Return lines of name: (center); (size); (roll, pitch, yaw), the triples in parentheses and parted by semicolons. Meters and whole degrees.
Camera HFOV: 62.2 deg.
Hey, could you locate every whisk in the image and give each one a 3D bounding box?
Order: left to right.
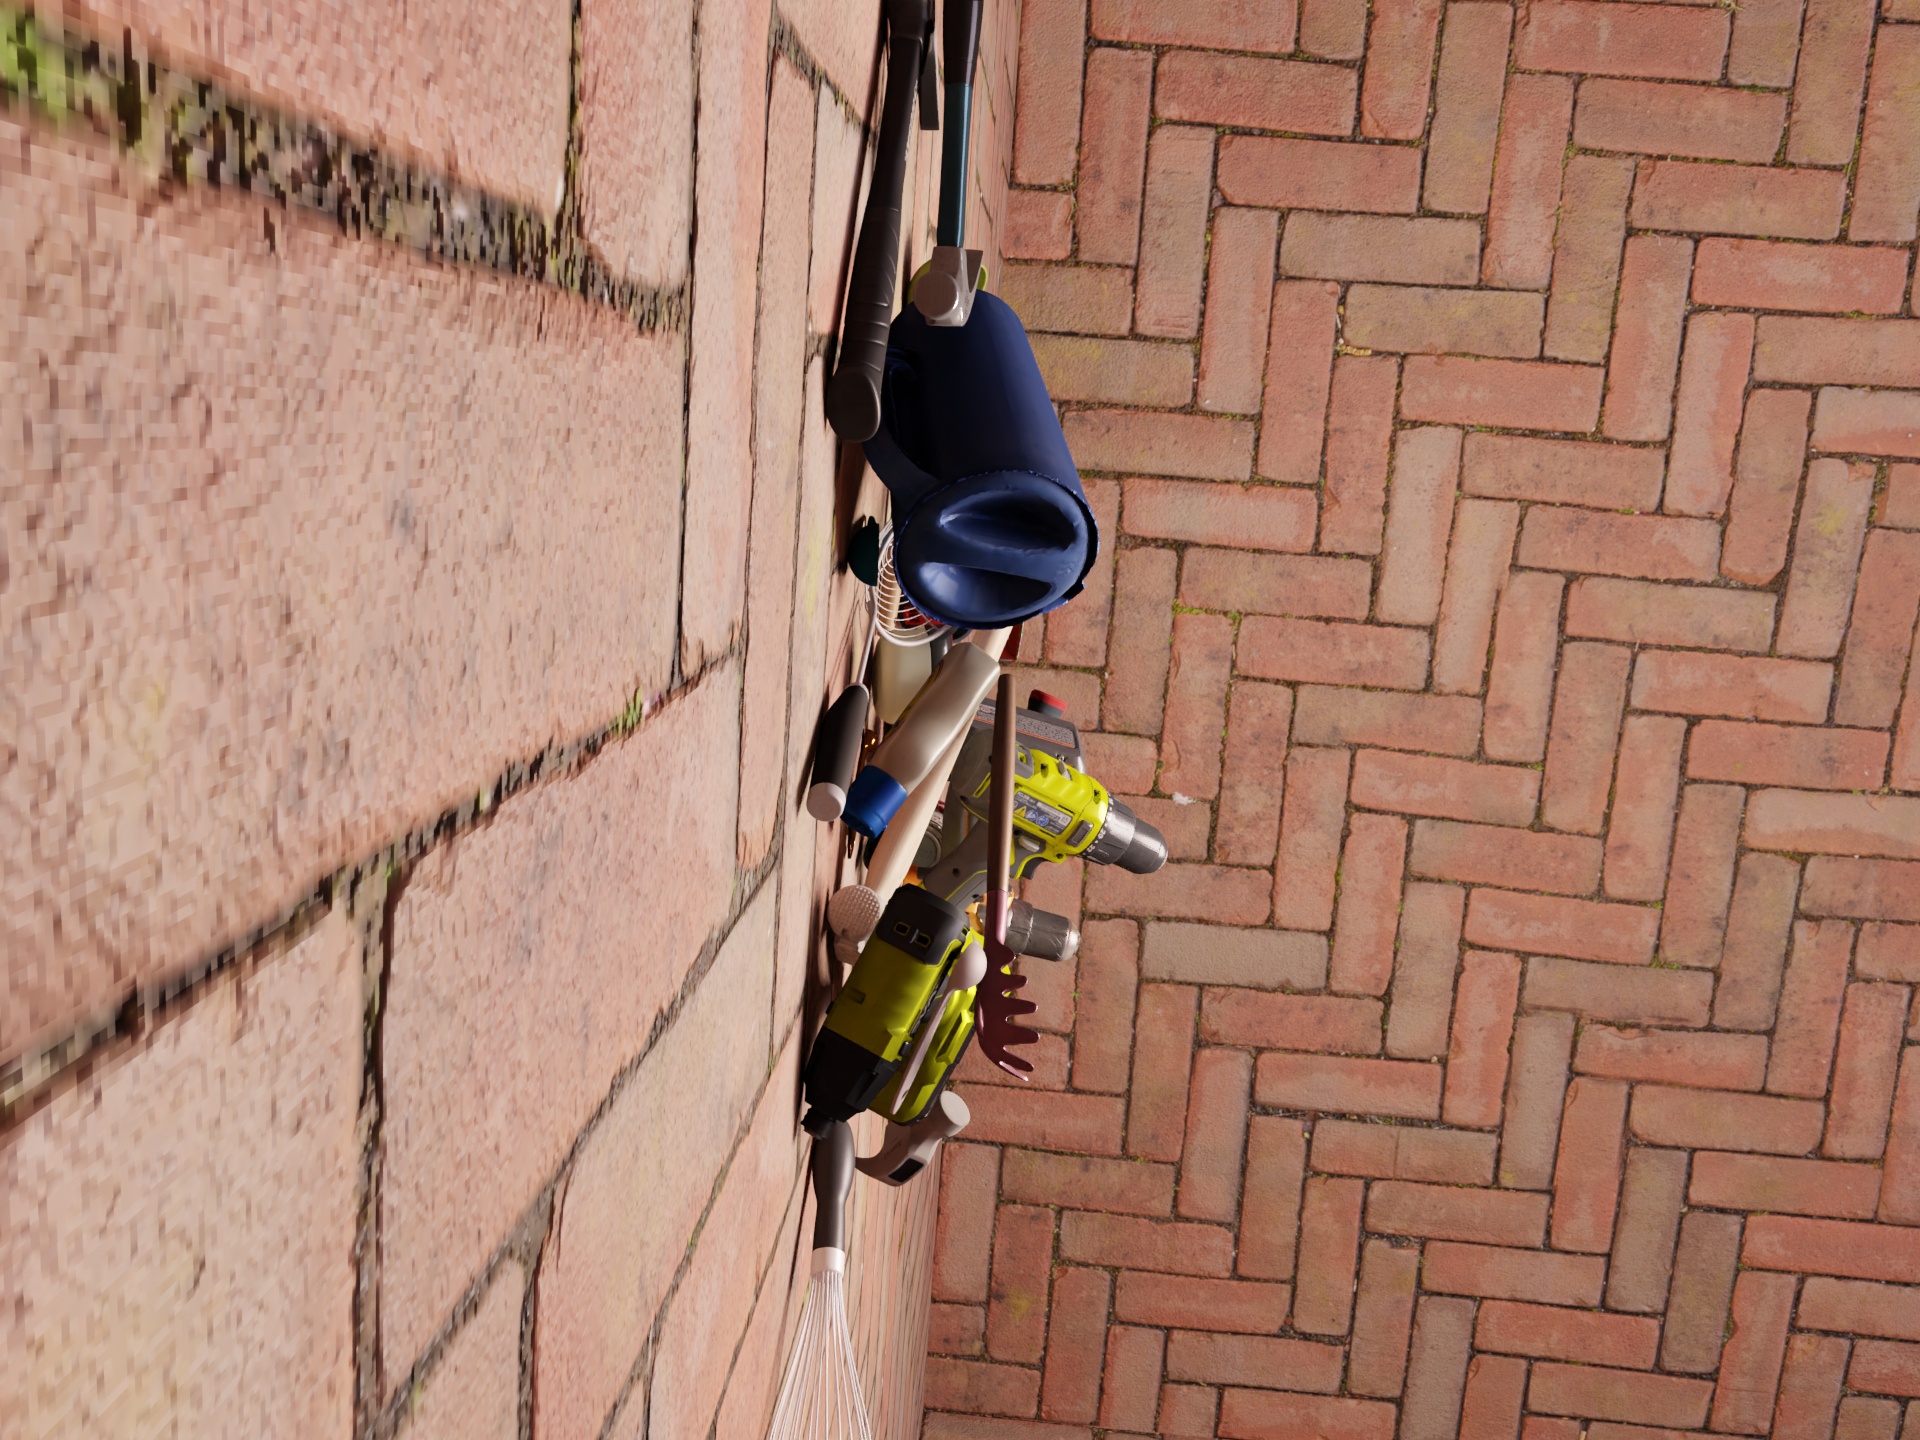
whisk: (-0.090, 0.388, 1.042); (0.070, 0.070, 0.285); (91, -2, -47)

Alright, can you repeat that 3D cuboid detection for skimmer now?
skimmer: (-0.034, -0.044, 1.069); (0.364, 0.090, 0.127); (-81, 177, -57)

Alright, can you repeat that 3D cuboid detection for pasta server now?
pasta server: (0.035, 0.100, 1.131); (0.060, 0.040, 0.316); (104, -9, -56)

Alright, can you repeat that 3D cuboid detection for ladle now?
ladle: (-0.029, -0.223, 1.287); (0.078, 0.062, 0.320); (31, 66, -75)

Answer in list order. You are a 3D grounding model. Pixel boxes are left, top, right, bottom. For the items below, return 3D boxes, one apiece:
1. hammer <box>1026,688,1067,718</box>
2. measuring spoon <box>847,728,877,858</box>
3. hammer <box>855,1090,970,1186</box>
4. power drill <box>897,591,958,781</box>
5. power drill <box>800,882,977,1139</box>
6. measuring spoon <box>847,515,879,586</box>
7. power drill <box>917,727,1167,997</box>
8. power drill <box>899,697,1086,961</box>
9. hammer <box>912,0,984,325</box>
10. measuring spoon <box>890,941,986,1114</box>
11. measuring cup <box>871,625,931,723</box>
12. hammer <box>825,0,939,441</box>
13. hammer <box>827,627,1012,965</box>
hammer: (0.006, 0.152, 1.493); (0.143, 0.038, 0.386); (18, 96, -88)
measuring spoon: (-0.074, 0.055, 1.210); (0.021, 0.011, 0.117); (91, 5, -53)
hammer: (-0.053, 0.259, 1.365); (0.130, 0.031, 0.332); (-47, -156, 23)
power drill: (-0.024, -0.077, 1.421); (0.188, 0.080, 0.226); (-93, 180, -53)
power drill: (-0.048, 0.216, 1.117); (0.171, 0.080, 0.223); (-61, 167, -12)
measuring spoon: (-0.068, -0.122, 1.089); (0.129, 0.021, 0.042); (-107, -161, -72)
power drill: (0.041, 0.134, 1.306); (0.228, 0.190, 0.080); (-54, -158, 20)
power drill: (0.041, 0.107, 1.378); (0.084, 0.185, 0.226); (-92, -160, -65)
hammer: (0.000, -0.423, 1.027); (0.128, 0.033, 0.331); (-58, 152, -80)
measuring spoon: (-0.013, 0.204, 1.042); (0.124, 0.018, 0.034); (-64, 164, -4)
measuring cup: (-0.058, -0.035, 1.282); (0.167, 0.038, 0.083); (-175, -93, -76)
hammer: (-0.046, -0.317, 0.975); (0.146, 0.035, 0.335); (87, 8, -65)
hammer: (-0.002, -0.004, 1.215); (0.146, 0.038, 0.411); (91, 21, -68)
